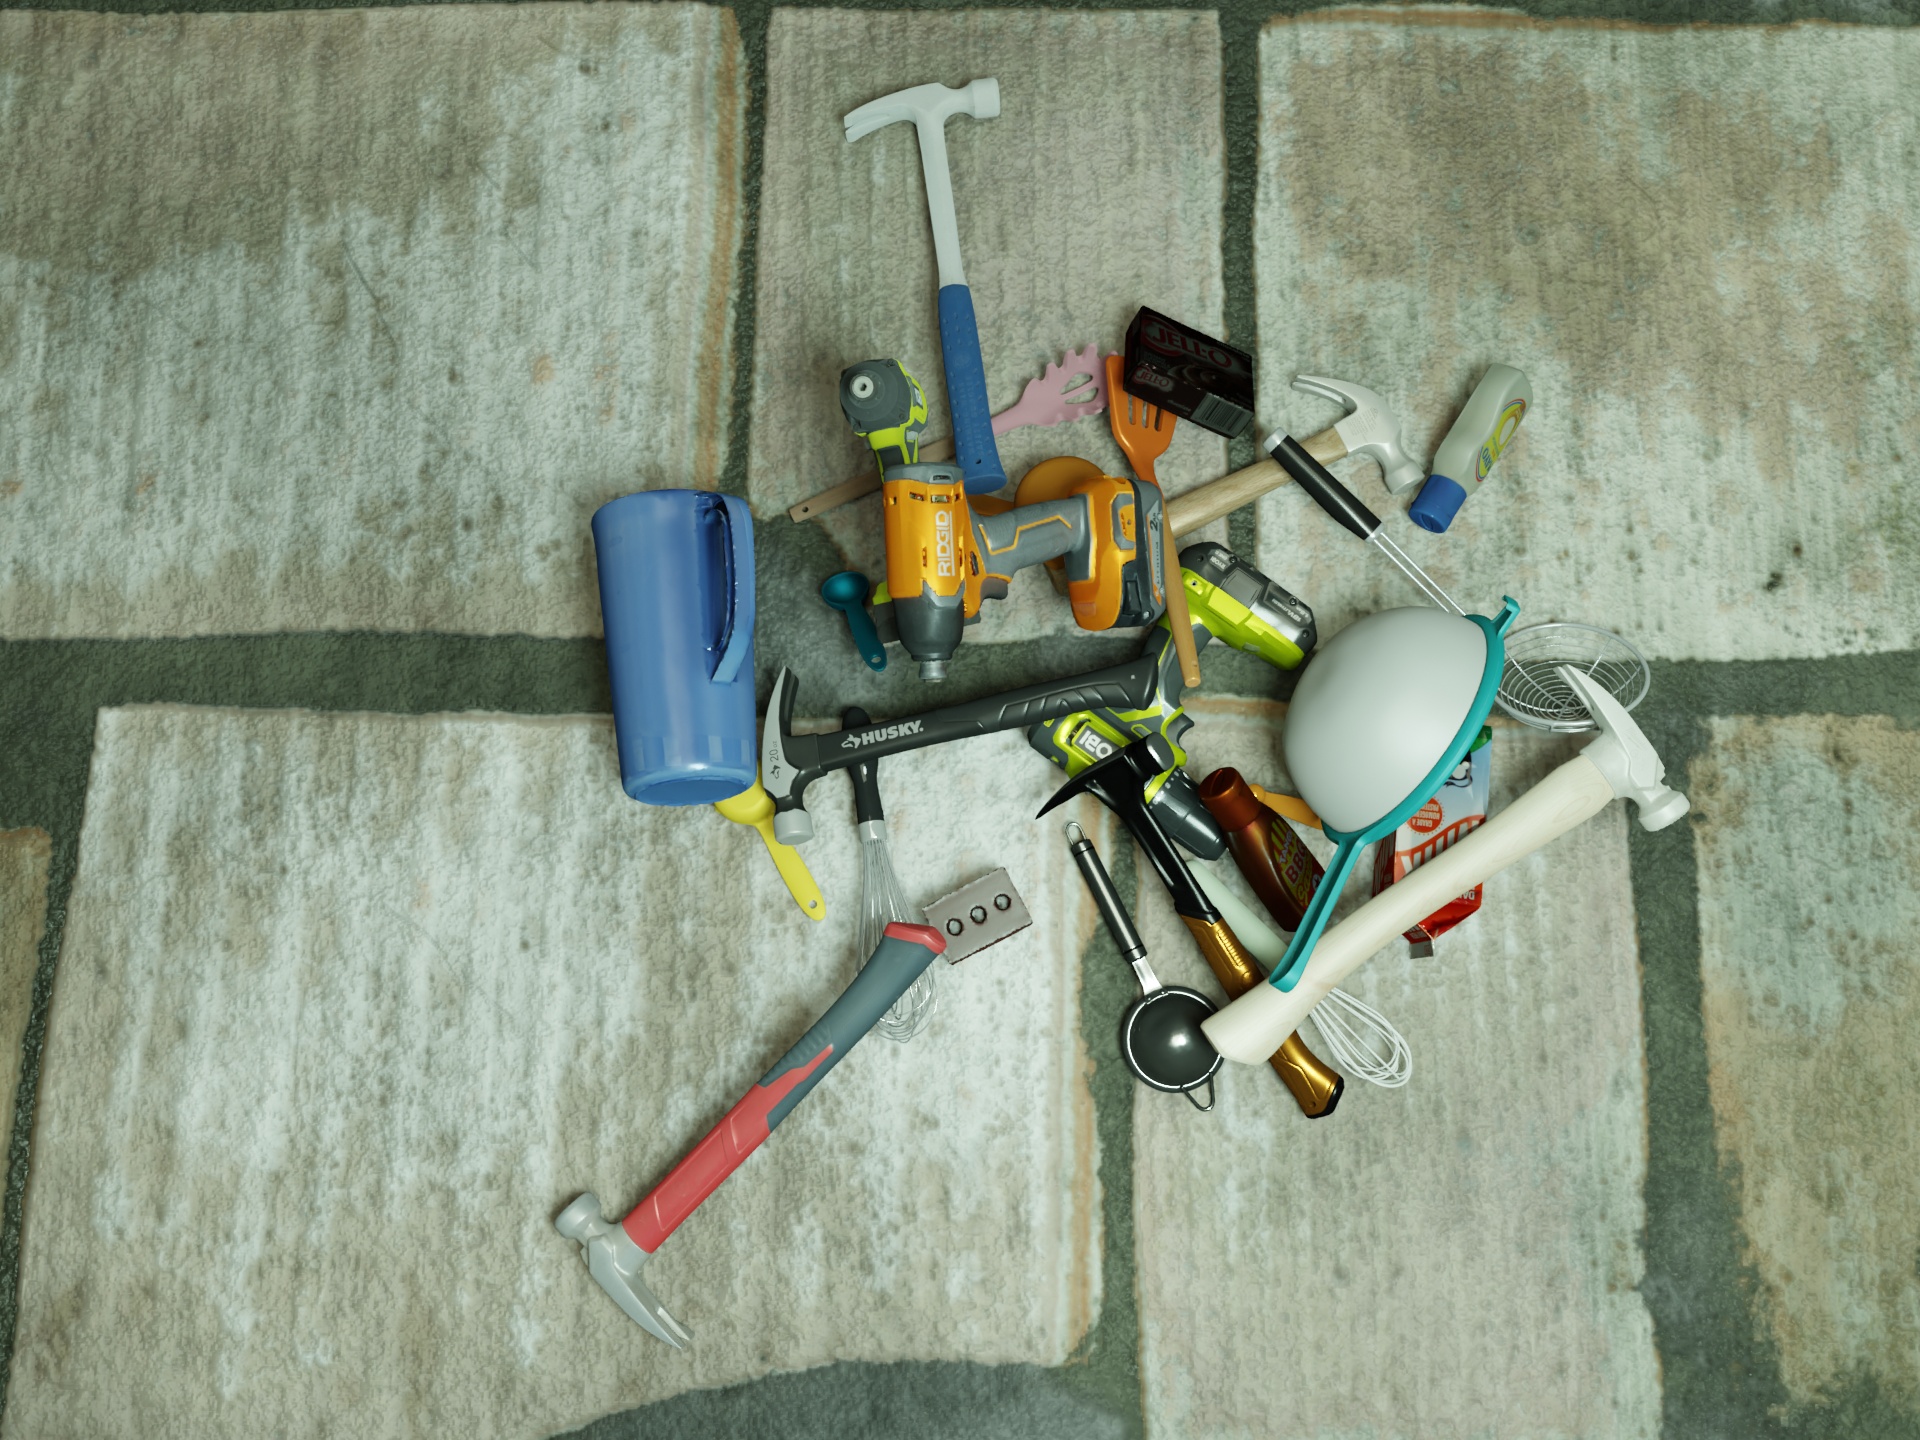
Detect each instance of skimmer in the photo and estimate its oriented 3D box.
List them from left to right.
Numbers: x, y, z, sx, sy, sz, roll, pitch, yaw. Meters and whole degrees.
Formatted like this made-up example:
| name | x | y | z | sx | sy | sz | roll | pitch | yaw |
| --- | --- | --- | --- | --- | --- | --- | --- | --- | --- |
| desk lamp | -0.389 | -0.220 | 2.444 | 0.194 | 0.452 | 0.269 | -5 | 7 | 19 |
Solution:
| name | x | y | z | sx | sy | sz | roll | pitch | yaw |
| --- | --- | --- | --- | --- | --- | --- | --- | --- | --- |
| skimmer | 0.403 | -0.127 | 1.316 | 0.363 | 0.090 | 0.127 | 44 | 60 | 2 |

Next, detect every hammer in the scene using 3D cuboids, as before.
| name | x | y | z | sx | sy | sz | roll | pitch | yaw |
| --- | --- | --- | --- | --- | --- | --- | --- | --- | --- |
| hammer | -0.142 | 0.312 | 1.241 | 0.143 | 0.038 | 0.386 | 45 | 96 | 8 |
| hammer | -0.013 | -0.387 | 1.399 | 0.144 | 0.035 | 0.406 | -7 | 72 | 0 |
| hammer | -0.002 | -0.004 | 1.294 | 0.335 | 0.035 | 0.146 | -13 | 69 | 9 |
| hammer | 0.196 | 0.176 | 1.274 | 0.127 | 0.034 | 0.337 | -32 | 92 | 34 |
| hammer | 0.226 | -0.196 | 1.380 | 0.331 | 0.031 | 0.130 | -25 | 80 | -4 |
| hammer | 0.356 | 0.123 | 1.231 | 0.410 | 0.038 | 0.146 | -35 | 85 | -3 |

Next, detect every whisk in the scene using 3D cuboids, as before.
| name | x | y | z | sx | sy | sz | roll | pitch | yaw |
| --- | --- | --- | --- | --- | --- | --- | --- | --- | --- |
| whisk | -0.067 | 0.124 | 1.313 | 0.070 | 0.070 | 0.285 | -9 | 73 | -1 |
| whisk | 0.271 | 0.204 | 1.296 | 0.246 | 0.057 | 0.059 | 44 | 48 | 12 |

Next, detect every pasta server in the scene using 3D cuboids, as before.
| name | x | y | z | sx | sy | sz | roll | pitch | yaw |
| --- | --- | --- | --- | --- | --- | --- | --- | --- | --- |
| pasta server | -0.004 | -0.244 | 1.391 | 0.316 | 0.040 | 0.060 | -24 | 88 | -3 |

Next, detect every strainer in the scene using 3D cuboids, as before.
| name | x | y | z | sx | sy | sz | roll | pitch | yaw |
| --- | --- | --- | --- | --- | --- | --- | --- | --- | --- |
| strainer | 0.146 | 0.199 | 1.299 | 0.087 | 0.050 | 0.258 | -25 | 76 | -5 |
| strainer | 0.286 | 0.039 | 1.218 | 0.095 | 0.211 | 0.340 | 33 | 71 | -8 |

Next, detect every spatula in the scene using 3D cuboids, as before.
| name | x | y | z | sx | sy | sz | roll | pitch | yaw |
| --- | --- | --- | --- | --- | --- | --- | --- | --- | --- |
| spatula | 0.169 | -0.168 | 1.312 | 0.081 | 0.041 | 0.323 | 10 | 54 | -23 |

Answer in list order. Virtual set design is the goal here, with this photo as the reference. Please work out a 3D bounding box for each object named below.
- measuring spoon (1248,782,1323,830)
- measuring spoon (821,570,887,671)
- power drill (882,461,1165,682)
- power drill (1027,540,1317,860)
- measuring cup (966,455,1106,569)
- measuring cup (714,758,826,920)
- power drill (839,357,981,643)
| name | x | y | z | sx | sy | sz | roll | pitch | yaw |
| --- | --- | --- | --- | --- | --- | --- | --- | --- | --- |
| measuring spoon | 0.281 | 0.074 | 1.306 | 0.116 | 0.011 | 0.021 | 18 | 90 | -26 |
| measuring spoon | -0.084 | -0.079 | 1.342 | 0.042 | 0.021 | 0.129 | -19 | 48 | -6 |
| power drill | 0.046 | -0.114 | 1.231 | 0.226 | 0.084 | 0.164 | -3 | 92 | -29 |
| power drill | 0.193 | -0.014 | 1.322 | 0.190 | 0.080 | 0.228 | 36 | 84 | 7 |
| measuring cup | 0.049 | -0.190 | 1.357 | 0.174 | 0.052 | 0.095 | 13 | 71 | 15 |
| measuring cup | -0.156 | 0.098 | 1.328 | 0.062 | 0.029 | 0.157 | -31 | 77 | -5 |
| power drill | -0.048 | -0.180 | 1.297 | 0.080 | 0.171 | 0.223 | -12 | 93 | 7 |
